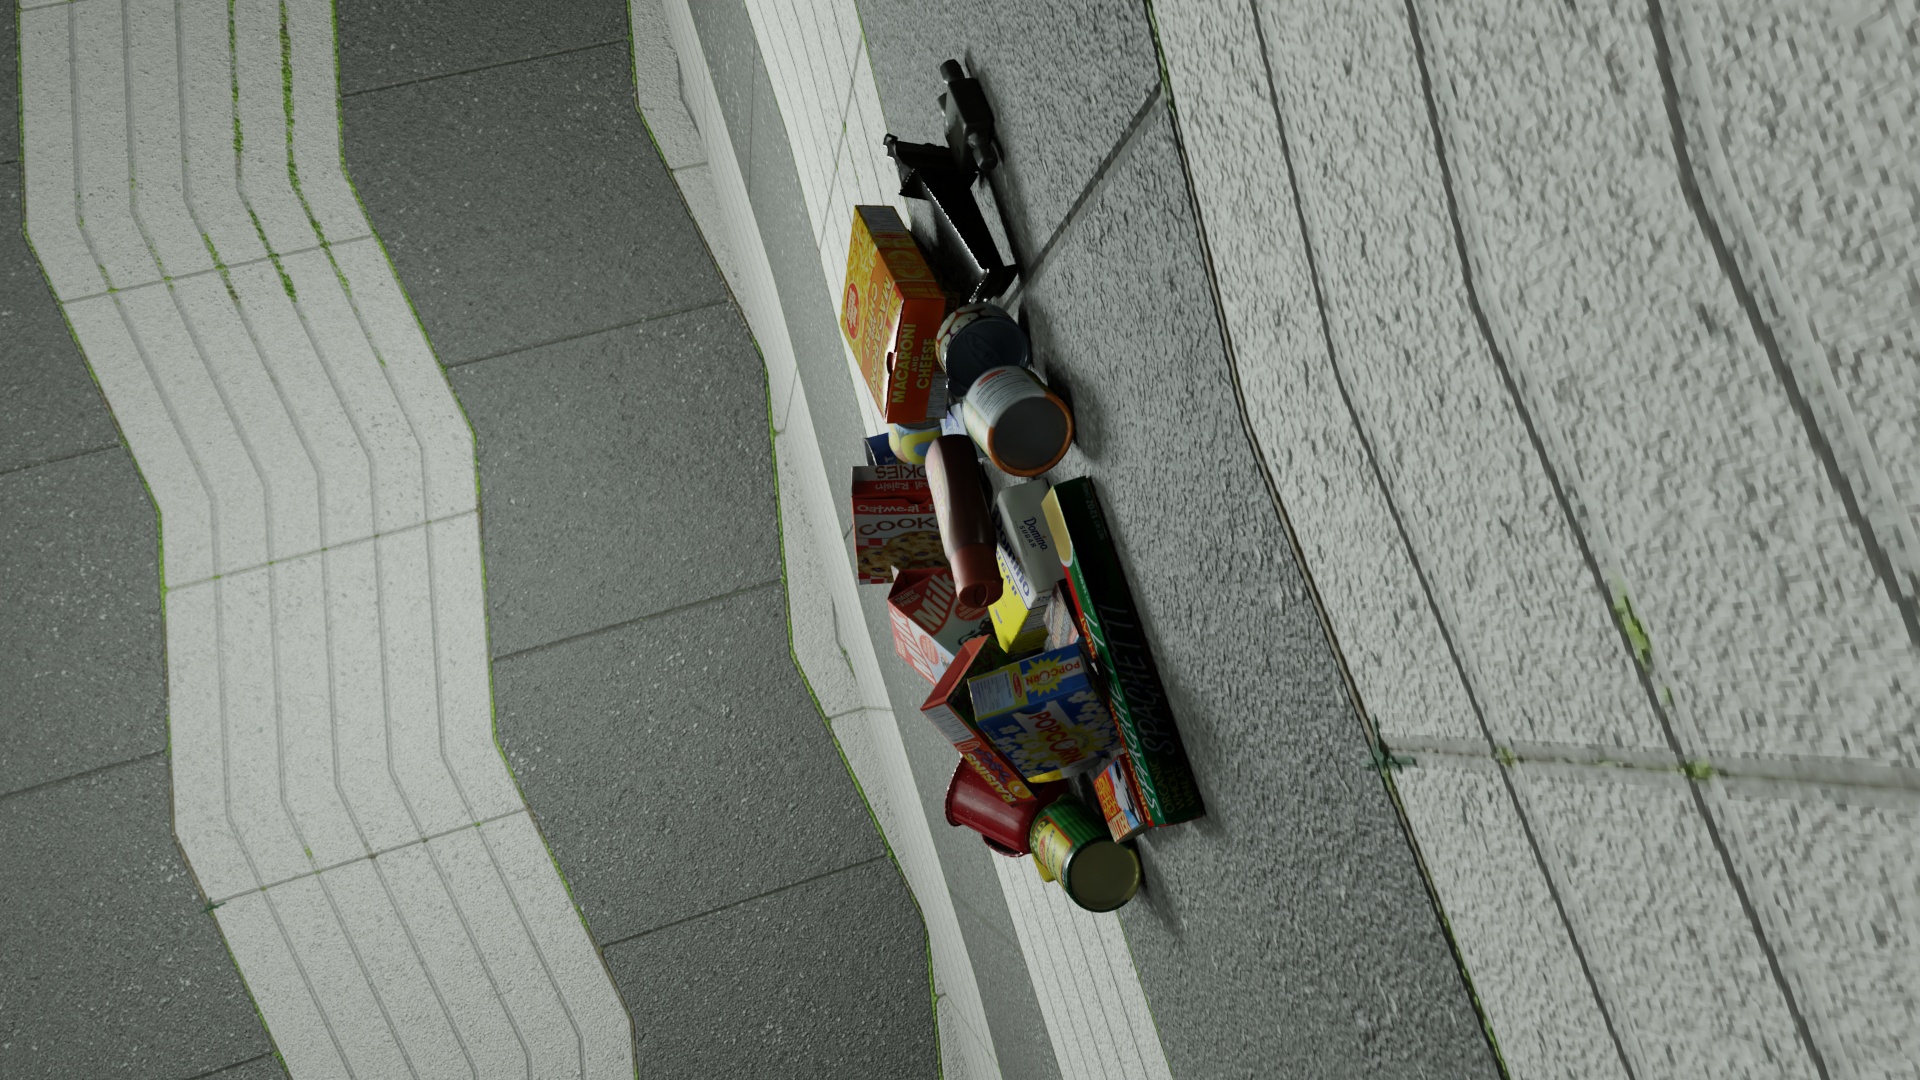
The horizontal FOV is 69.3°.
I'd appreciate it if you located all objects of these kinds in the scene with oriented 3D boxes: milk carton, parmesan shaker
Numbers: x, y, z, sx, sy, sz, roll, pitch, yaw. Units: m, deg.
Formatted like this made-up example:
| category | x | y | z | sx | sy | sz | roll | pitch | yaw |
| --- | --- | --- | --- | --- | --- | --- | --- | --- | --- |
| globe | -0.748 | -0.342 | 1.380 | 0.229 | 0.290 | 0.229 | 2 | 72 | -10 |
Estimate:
| category | x | y | z | sx | sy | sz | roll | pitch | yaw |
| --- | --- | --- | --- | --- | --- | --- | --- | --- | --- |
| milk carton | -0.008 | 0.092 | 1.332 | 0.191 | 0.074 | 0.072 | 36 | 145 | 43 |
| parmesan shaker | 0.104 | 0.262 | 1.169 | 0.103 | 0.071 | 0.071 | -156 | 51 | -76 |

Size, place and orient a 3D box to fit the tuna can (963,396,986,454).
| category | x | y | z | sx | sy | sz | roll | pitch | yaw |
| --- | --- | --- | --- | --- | --- | --- | --- | --- | --- |
| tuna can | 0.027 | -0.106 | 1.126 | 0.071 | 0.033 | 0.071 | 166 | 88 | -80 |

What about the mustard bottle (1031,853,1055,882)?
| category | x | y | z | sx | sy | sz | roll | pitch | yaw |
| --- | --- | --- | --- | --- | --- | --- | --- | --- | --- |
| mustard bottle | 0.076 | 0.243 | 1.328 | 0.065 | 0.049 | 0.160 | 113 | 141 | -72 |

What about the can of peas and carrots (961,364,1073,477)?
| category | x | y | z | sx | sy | sz | roll | pitch | yaw |
| --- | --- | --- | --- | --- | --- | --- | --- | --- | --- |
| can of peas and carrots | 0.042 | -0.084 | 0.995 | 0.059 | 0.071 | 0.070 | -125 | 22 | -59 |

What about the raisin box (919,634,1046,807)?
| category | x | y | z | sx | sy | sz | roll | pitch | yaw |
| --- | --- | --- | --- | --- | --- | --- | --- | --- | --- |
| raisin box | 0.033 | 0.155 | 1.196 | 0.123 | 0.086 | 0.040 | 48 | 138 | -15 |

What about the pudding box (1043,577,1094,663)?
| category | x | y | z | sx | sy | sz | roll | pitch | yaw |
| --- | --- | --- | --- | --- | --- | --- | --- | --- | --- |
| pudding box | 0.089 | 0.063 | 1.057 | 0.083 | 0.030 | 0.050 | 100 | 152 | -66 |

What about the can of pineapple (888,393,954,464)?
| category | x | y | z | sx | sy | sz | roll | pitch | yaw |
| --- | --- | --- | --- | --- | --- | --- | --- | --- | --- |
| can of pineapple | -0.040 | -0.115 | 1.356 | 0.057 | 0.071 | 0.071 | 90 | 161 | -55 |

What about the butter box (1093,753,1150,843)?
| category | x | y | z | sx | sy | sz | roll | pitch | yaw |
| --- | --- | --- | --- | --- | --- | --- | --- | --- | --- |
| butter box | 0.129 | 0.196 | 1.060 | 0.103 | 0.024 | 0.053 | 103 | 149 | -69 |

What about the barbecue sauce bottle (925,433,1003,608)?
| category | x | y | z | sx | sy | sz | roll | pitch | yaw |
| --- | --- | --- | --- | --- | --- | --- | --- | --- | --- |
| barbecue sauce bottle | 0.004 | -0.014 | 1.118 | 0.064 | 0.044 | 0.149 | 95 | 166 | -49 |

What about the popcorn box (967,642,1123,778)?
| category | x | y | z | sx | sy | sz | roll | pitch | yaw |
| --- | --- | --- | --- | --- | --- | --- | --- | --- | --- |
| popcorn box | 0.066 | 0.126 | 1.014 | 0.126 | 0.085 | 0.038 | 54 | -161 | -56 |

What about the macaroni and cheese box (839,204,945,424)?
| category | x | y | z | sx | sy | sz | roll | pitch | yaw |
| --- | --- | --- | --- | --- | --- | --- | --- | --- | --- |
| macaroni and cheese box | -0.063 | -0.197 | 1.202 | 0.167 | 0.040 | 0.123 | -115 | 28 | -47 |

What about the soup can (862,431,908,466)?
| category | x | y | z | sx | sy | sz | roll | pitch | yaw |
| --- | --- | --- | --- | --- | --- | --- | --- | --- | --- |
| soup can | -0.049 | -0.081 | 1.411 | 0.071 | 0.084 | 0.071 | 166 | 88 | -79 |

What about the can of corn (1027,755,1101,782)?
| category | x | y | z | sx | sy | sz | roll | pitch | yaw |
| --- | --- | --- | --- | --- | --- | --- | --- | --- | --- |
| can of corn | 0.078 | 0.164 | 1.157 | 0.071 | 0.071 | 0.058 | 169 | 85 | -79 |

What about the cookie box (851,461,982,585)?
| category | x | y | z | sx | sy | sz | roll | pitch | yaw |
| --- | --- | --- | --- | --- | --- | --- | --- | --- | --- |
| cookie box | -0.042 | -0.014 | 1.355 | 0.166 | 0.123 | 0.040 | 93 | 173 | -59 |

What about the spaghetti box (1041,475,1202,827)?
| category | x | y | z | sx | sy | sz | roll | pitch | yaw |
| --- | --- | --- | --- | --- | --- | --- | --- | --- | --- |
| spaghetti box | 0.111 | 0.078 | 0.971 | 0.050 | 0.029 | 0.250 | 113 | 141 | -75 |

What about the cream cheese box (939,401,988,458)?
| category | x | y | z | sx | sy | sz | roll | pitch | yaw |
| --- | --- | --- | --- | --- | --- | --- | --- | --- | --- |
| cream cheese box | 0.005 | -0.101 | 1.270 | 0.104 | 0.024 | 0.053 | -168 | 64 | -78 |

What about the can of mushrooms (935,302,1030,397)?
| category | x | y | z | sx | sy | sz | roll | pitch | yaw |
| --- | --- | --- | --- | --- | --- | --- | --- | --- | --- |
| can of mushrooms | 0.015 | -0.141 | 1.039 | 0.033 | 0.071 | 0.070 | -119 | 17 | -56 |

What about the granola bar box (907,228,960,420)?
| category | x | y | z | sx | sy | sz | roll | pitch | yaw |
| --- | --- | --- | --- | --- | --- | --- | --- | --- | --- |
| granola bar box | -0.048 | -0.202 | 1.286 | 0.166 | 0.039 | 0.123 | -120 | 32 | -53 |
